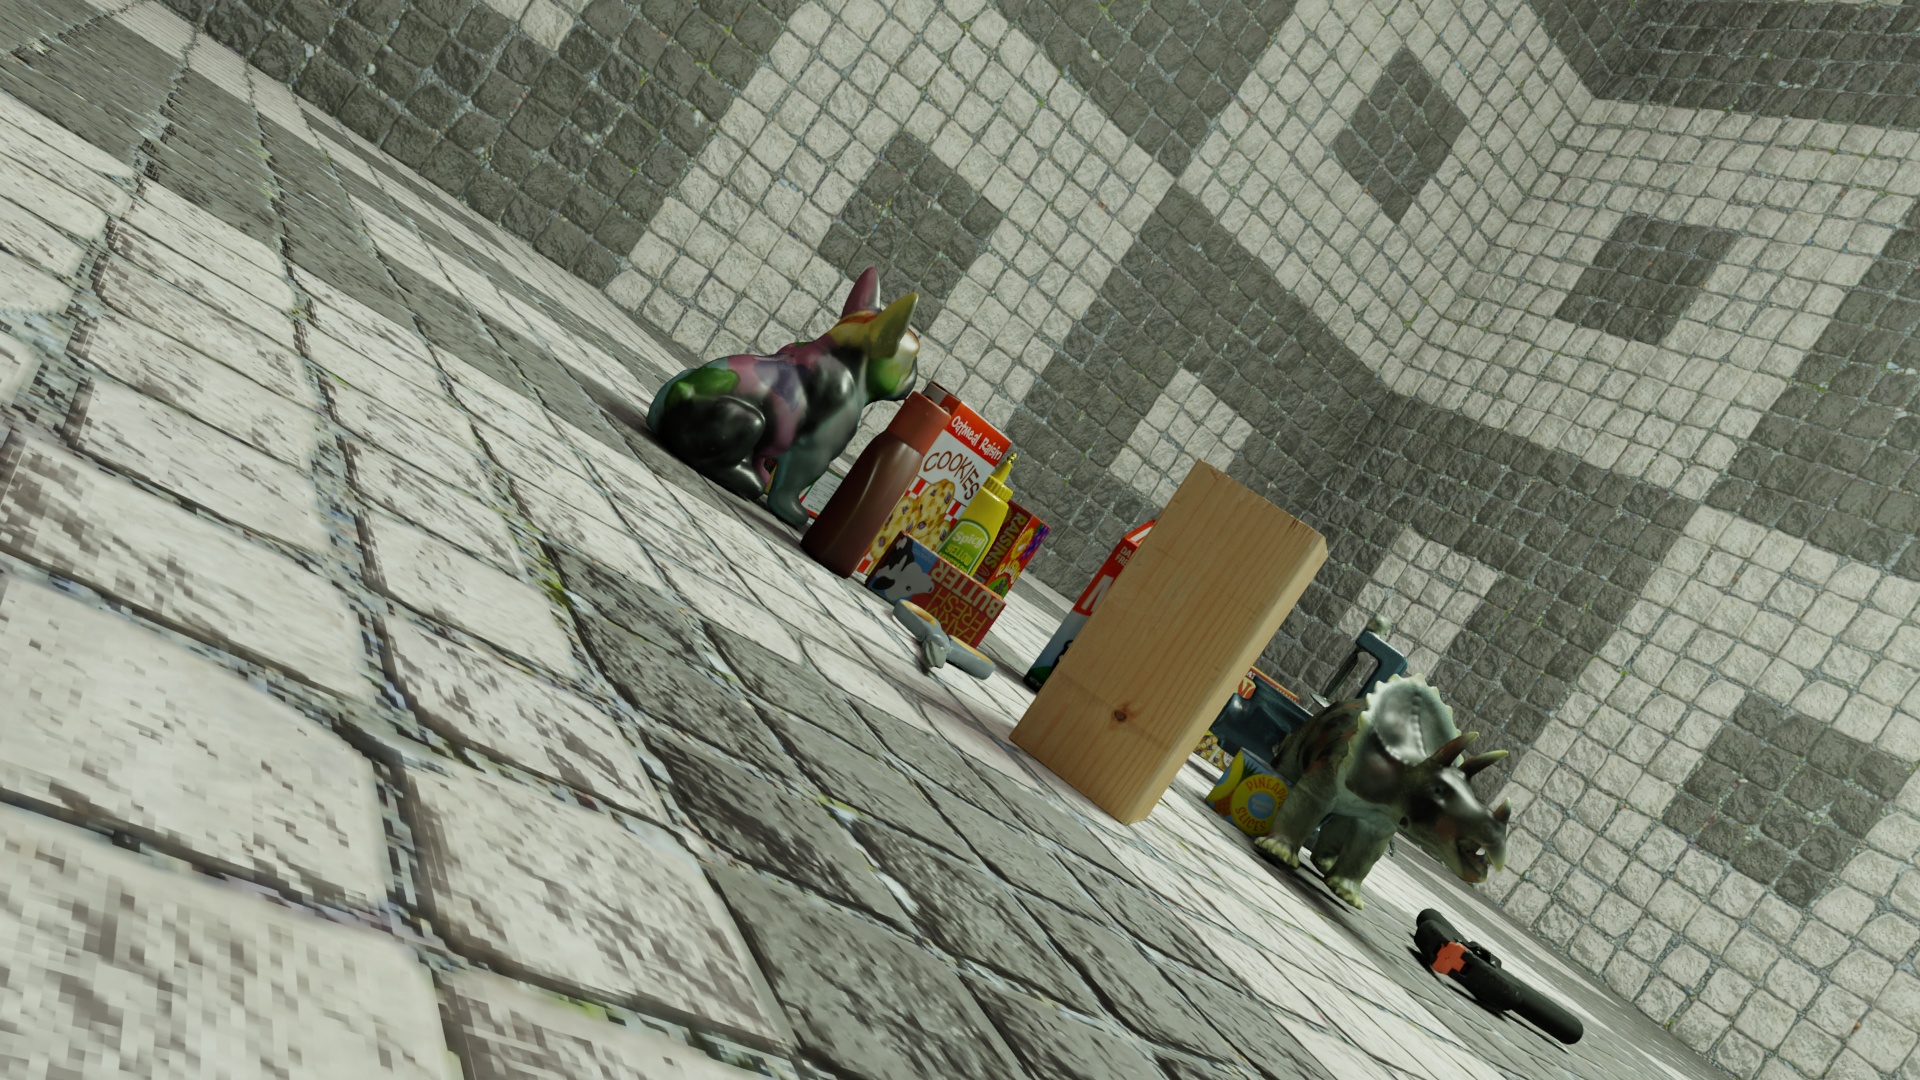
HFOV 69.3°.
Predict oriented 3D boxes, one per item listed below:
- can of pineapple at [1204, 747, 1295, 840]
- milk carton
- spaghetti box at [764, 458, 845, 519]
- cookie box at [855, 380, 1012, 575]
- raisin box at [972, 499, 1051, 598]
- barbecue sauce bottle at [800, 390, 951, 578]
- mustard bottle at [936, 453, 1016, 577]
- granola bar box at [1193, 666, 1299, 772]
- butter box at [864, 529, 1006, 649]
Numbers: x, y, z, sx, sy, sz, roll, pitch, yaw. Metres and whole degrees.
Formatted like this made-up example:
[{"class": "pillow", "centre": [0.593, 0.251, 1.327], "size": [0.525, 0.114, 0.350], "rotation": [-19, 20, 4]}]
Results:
[{"class": "can of pineapple", "centre": [0.256, 0.223, 1.208], "size": [0.071, 0.058, 0.071], "rotation": [34, 2, -1]}, {"class": "milk carton", "centre": [0.144, 0.067, 1.182], "size": [0.072, 0.190, 0.073], "rotation": [35, 2, 26]}, {"class": "spaghetti box", "centre": [-0.119, -0.037, 1.357], "size": [0.029, 0.050, 0.250], "rotation": [36, 3, 32]}, {"class": "cookie box", "centre": [-0.036, -0.044, 1.197], "size": [0.040, 0.167, 0.123], "rotation": [35, 2, 25]}, {"class": "raisin box", "centre": [0.035, 0.021, 1.416], "size": [0.040, 0.123, 0.086], "rotation": [35, 2, 19]}, {"class": "barbecue sauce bottle", "centre": [-0.064, -0.045, 1.066], "size": [0.043, 0.148, 0.065], "rotation": [34, 2, -25]}, {"class": "mustard bottle", "centre": [0.005, -0.016, 1.294], "size": [0.065, 0.160, 0.049], "rotation": [34, 2, -31]}, {"class": "granola bar box", "centre": [0.301, 0.192, 1.638], "size": [0.165, 0.124, 0.039], "rotation": [34, 2, -20]}, {"class": "butter box", "centre": [-0.020, 0.041, 1.104], "size": [0.103, 0.053, 0.024], "rotation": [34, 2, -12]}]
